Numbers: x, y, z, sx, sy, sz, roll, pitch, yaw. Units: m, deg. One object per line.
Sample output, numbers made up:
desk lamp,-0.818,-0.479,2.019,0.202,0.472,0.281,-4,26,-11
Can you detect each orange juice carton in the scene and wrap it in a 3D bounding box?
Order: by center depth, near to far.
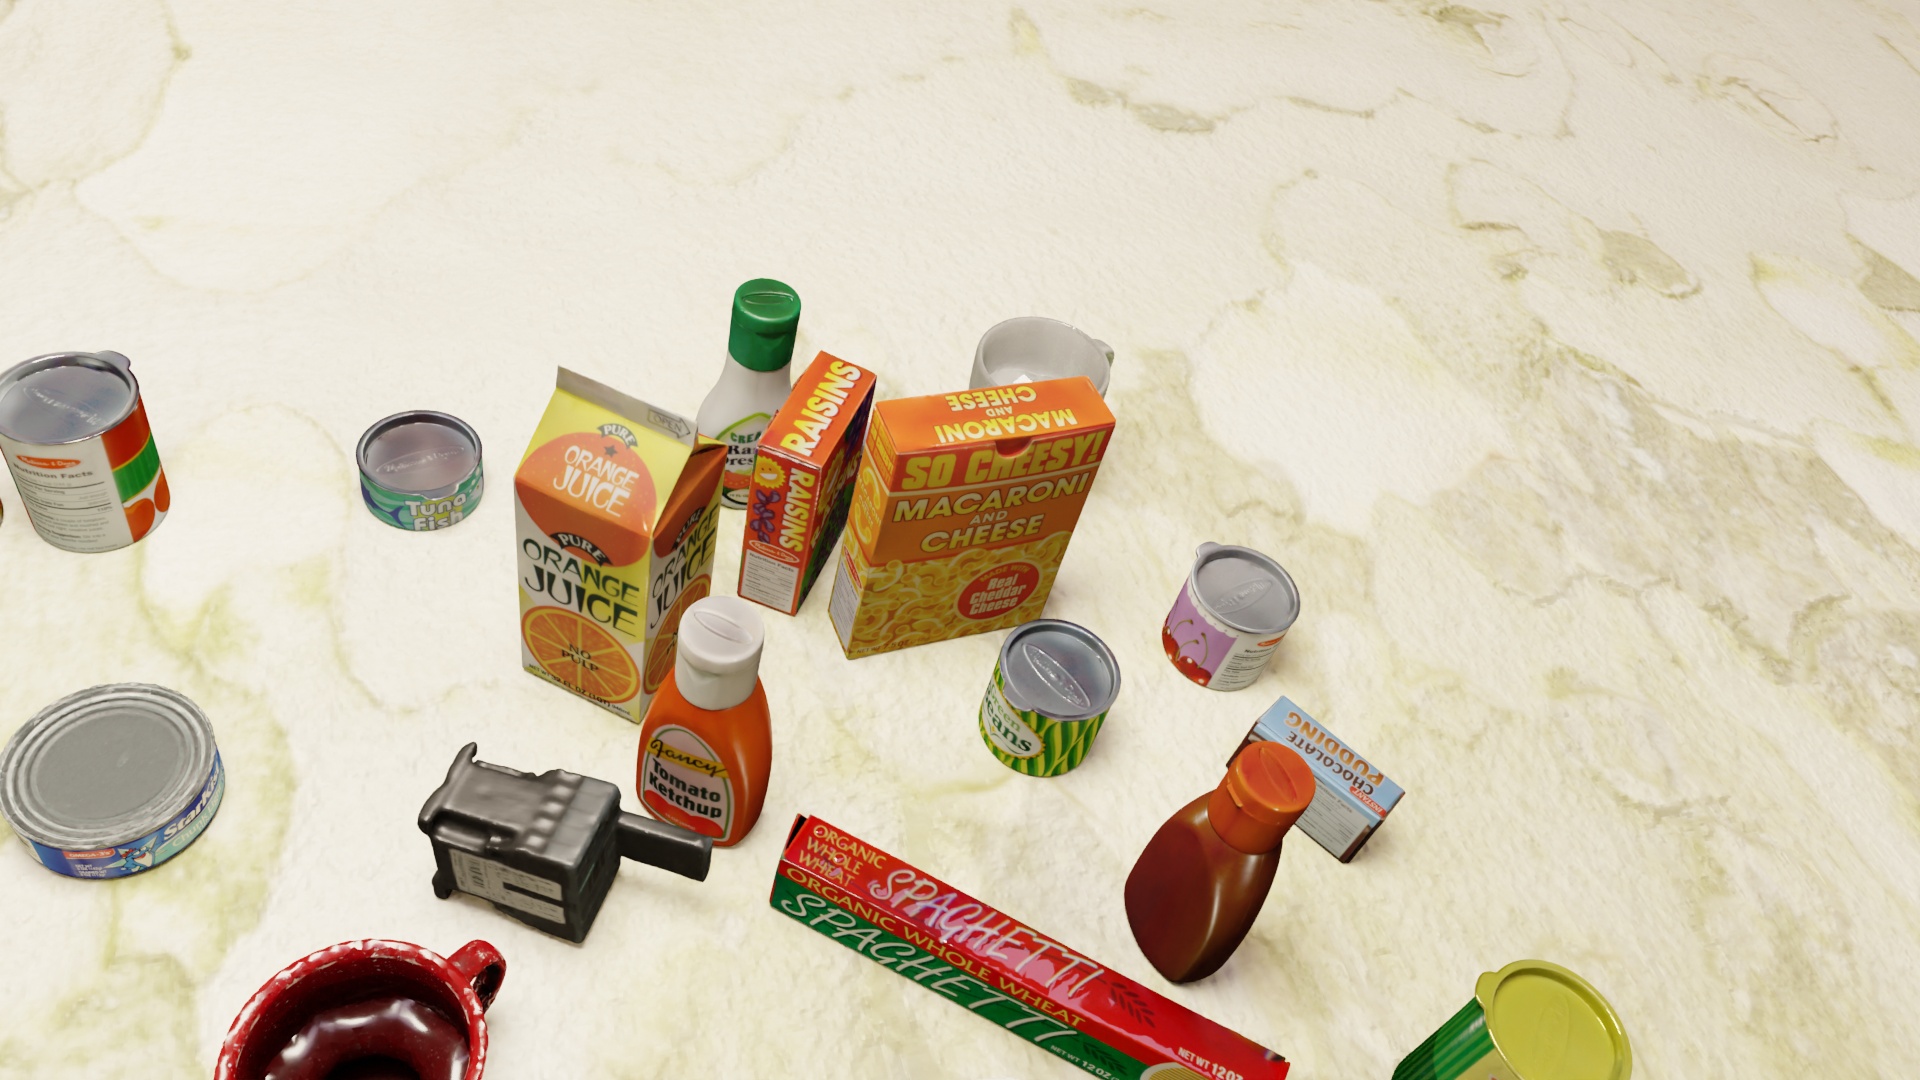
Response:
orange juice carton,-0.166,-0.003,0.678,0.072,0.191,0.073,24,47,6

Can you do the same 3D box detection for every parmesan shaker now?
parmesan shaker,0.245,0.243,0.635,0.071,0.102,0.072,8,47,-9

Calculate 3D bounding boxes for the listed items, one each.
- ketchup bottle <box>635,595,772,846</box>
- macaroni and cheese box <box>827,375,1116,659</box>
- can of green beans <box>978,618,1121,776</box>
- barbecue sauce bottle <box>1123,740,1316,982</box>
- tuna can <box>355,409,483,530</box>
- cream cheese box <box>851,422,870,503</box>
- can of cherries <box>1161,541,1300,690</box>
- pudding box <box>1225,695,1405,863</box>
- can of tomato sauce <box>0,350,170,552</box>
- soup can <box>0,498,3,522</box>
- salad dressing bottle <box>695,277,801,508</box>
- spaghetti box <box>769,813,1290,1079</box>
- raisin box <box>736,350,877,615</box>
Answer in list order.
ketchup bottle,-0.116,0.084,0.644,0.065,0.148,0.044,25,47,7
macaroni and cheese box,0.003,-0.009,0.750,0.124,0.165,0.040,-10,53,-23
can of green beans,0.047,0.085,0.751,0.071,0.057,0.071,8,47,-9
barbecue sauce bottle,0.121,0.149,0.653,0.044,0.147,0.065,-9,52,-23
tuna can,-0.302,-0.038,0.781,0.071,0.032,0.071,8,47,-9
cream cheese box,-0.041,-0.039,0.841,0.104,0.053,0.024,21,47,3
can of cherries,0.157,0.044,0.819,0.071,0.058,0.072,8,47,-9
pudding box,0.192,0.130,0.758,0.084,0.049,0.030,39,50,19
can of tomato sauce,-0.449,-0.046,0.712,0.071,0.082,0.071,8,47,-9
soup can,-0.522,-0.037,0.683,0.071,0.083,0.072,8,47,-9
salad dressing bottle,-0.118,-0.082,0.794,0.064,0.146,0.044,-4,50,-19
spaghetti box,0.026,0.203,0.645,0.250,0.049,0.029,25,47,7
raisin box,-0.086,-0.031,0.773,0.040,0.122,0.086,22,47,4
